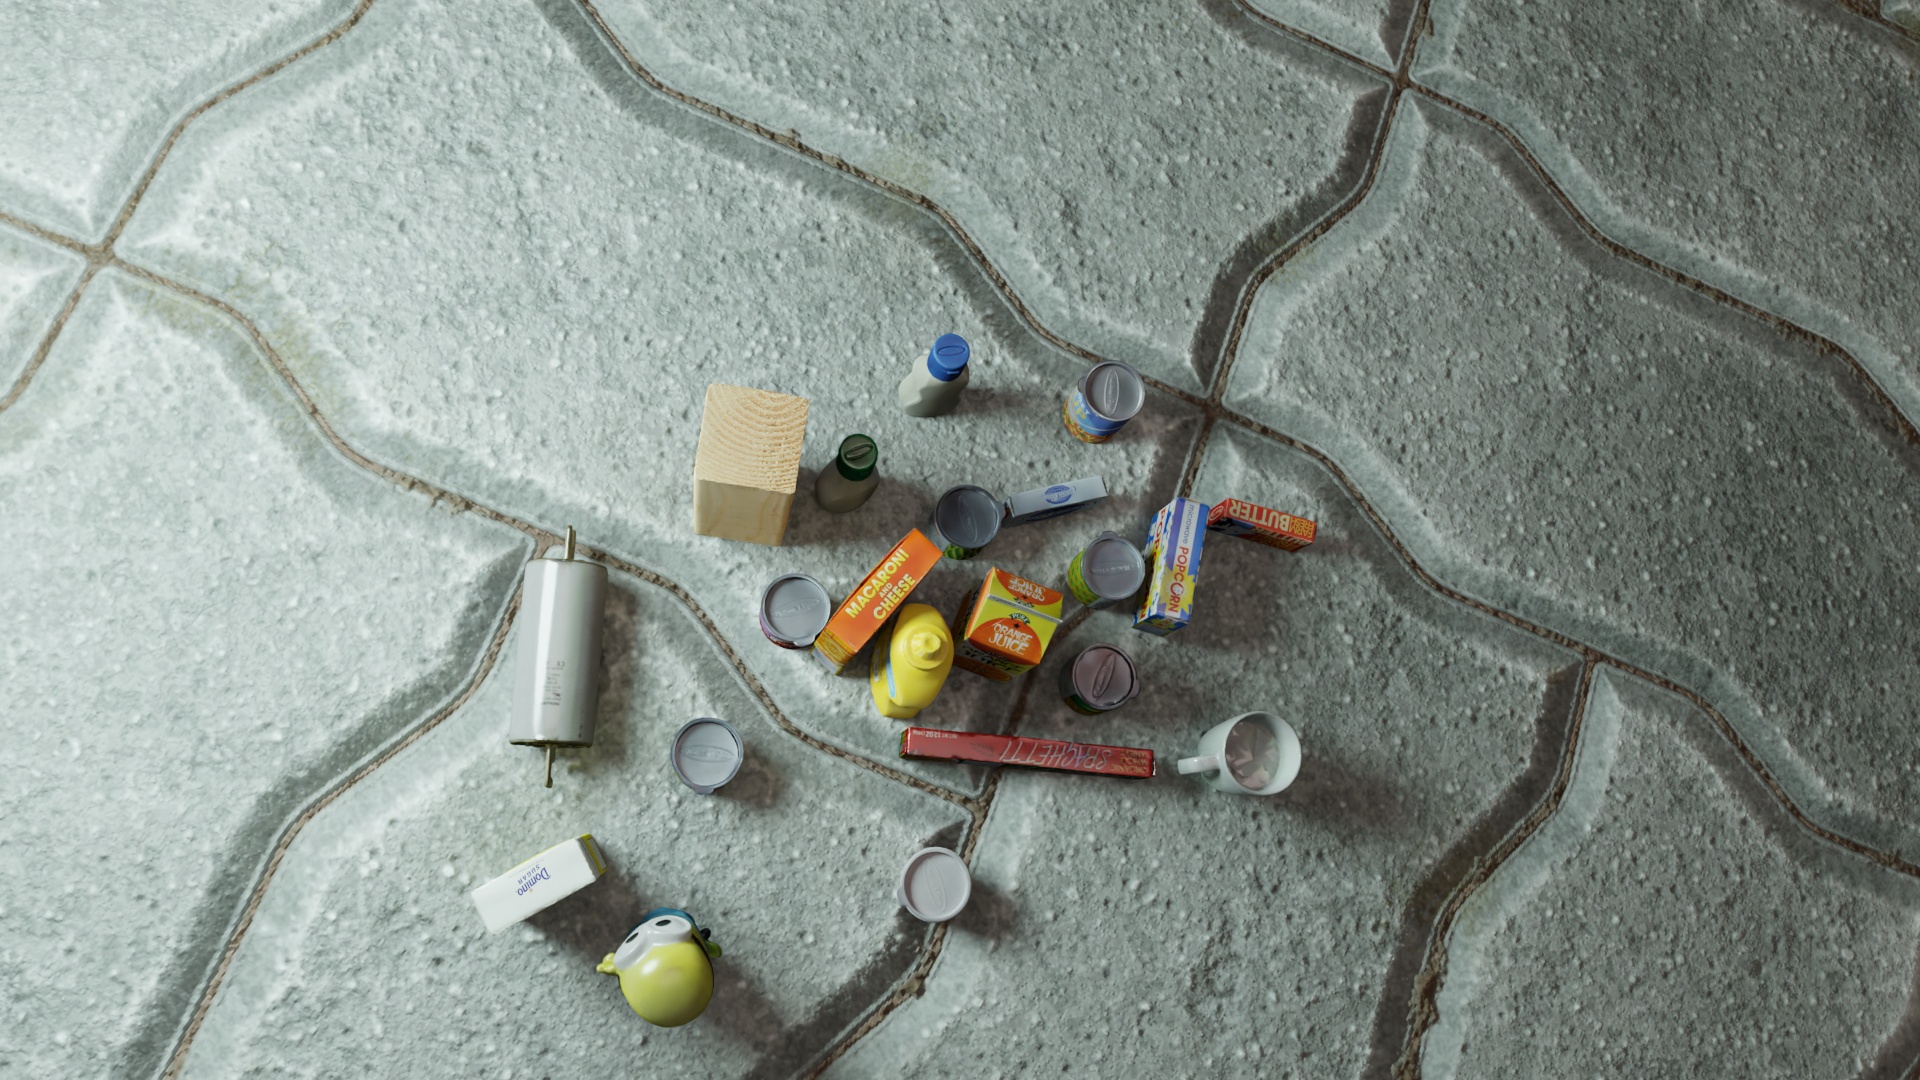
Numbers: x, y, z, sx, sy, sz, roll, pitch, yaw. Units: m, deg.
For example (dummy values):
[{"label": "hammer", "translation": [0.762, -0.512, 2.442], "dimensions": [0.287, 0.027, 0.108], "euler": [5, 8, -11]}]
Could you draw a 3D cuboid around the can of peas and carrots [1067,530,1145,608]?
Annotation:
[{"label": "can of peas and carrots", "translation": [0.147, 0.031, 1.415], "dimensions": [0.071, 0.058, 0.071], "euler": [3, 76, -11]}]

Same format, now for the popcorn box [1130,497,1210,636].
[{"label": "popcorn box", "translation": [0.214, 0.027, 1.415], "dimensions": [0.038, 0.085, 0.127], "euler": [15, 74, -7]}]

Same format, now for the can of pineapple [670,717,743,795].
[{"label": "can of pineapple", "translation": [-0.238, 0.202, 1.298], "dimensions": [0.071, 0.057, 0.071], "euler": [3, 76, -11]}]

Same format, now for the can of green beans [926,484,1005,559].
[{"label": "can of green beans", "translation": [0.003, -0.018, 1.399], "dimensions": [0.071, 0.057, 0.071], "euler": [3, 76, -11]}]

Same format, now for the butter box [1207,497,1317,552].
[{"label": "butter box", "translation": [0.317, -0.016, 1.463], "dimensions": [0.103, 0.053, 0.024], "euler": [15, 75, -7]}]

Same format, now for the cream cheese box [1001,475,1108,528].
[{"label": "cream cheese box", "translation": [0.094, -0.039, 1.424], "dimensions": [0.104, 0.053, 0.024], "euler": [-13, 80, -14]}]

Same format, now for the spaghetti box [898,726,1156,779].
[{"label": "spaghetti box", "translation": [0.066, 0.210, 1.360], "dimensions": [0.250, 0.050, 0.029], "euler": [7, 76, -10]}]

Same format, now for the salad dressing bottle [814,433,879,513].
[{"label": "salad dressing bottle", "translation": [-0.106, -0.065, 1.342], "dimensions": [0.064, 0.147, 0.044], "euler": [-22, 82, -15]}]

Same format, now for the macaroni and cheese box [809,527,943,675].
[{"label": "macaroni and cheese box", "translation": [-0.082, 0.060, 1.306], "dimensions": [0.040, 0.166, 0.124], "euler": [41, 73, 0]}]

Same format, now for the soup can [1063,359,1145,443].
[{"label": "soup can", "translation": [0.145, -0.144, 1.444], "dimensions": [0.071, 0.083, 0.071], "euler": [3, 76, -10]}]

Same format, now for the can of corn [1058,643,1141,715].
[{"label": "can of corn", "translation": [0.138, 0.141, 1.387], "dimensions": [0.071, 0.058, 0.071], "euler": [3, 76, -11]}]

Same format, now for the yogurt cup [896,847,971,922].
[{"label": "yogurt cup", "translation": [-0.027, 0.325, 1.312], "dimensions": [0.072, 0.053, 0.072], "euler": [3, 76, -11]}]

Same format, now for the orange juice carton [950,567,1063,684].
[{"label": "orange juice carton", "translation": [0.041, 0.080, 1.312], "dimensions": [0.072, 0.192, 0.073], "euler": [22, 74, -5]}]

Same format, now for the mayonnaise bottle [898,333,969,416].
[{"label": "mayonnaise bottle", "translation": [-0.021, -0.163, 1.382], "dimensions": [0.065, 0.147, 0.041], "euler": [-8, 79, -13]}]

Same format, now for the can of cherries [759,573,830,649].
[{"label": "can of cherries", "translation": [-0.161, 0.072, 1.344], "dimensions": [0.071, 0.058, 0.071], "euler": [3, 76, -11]}]
